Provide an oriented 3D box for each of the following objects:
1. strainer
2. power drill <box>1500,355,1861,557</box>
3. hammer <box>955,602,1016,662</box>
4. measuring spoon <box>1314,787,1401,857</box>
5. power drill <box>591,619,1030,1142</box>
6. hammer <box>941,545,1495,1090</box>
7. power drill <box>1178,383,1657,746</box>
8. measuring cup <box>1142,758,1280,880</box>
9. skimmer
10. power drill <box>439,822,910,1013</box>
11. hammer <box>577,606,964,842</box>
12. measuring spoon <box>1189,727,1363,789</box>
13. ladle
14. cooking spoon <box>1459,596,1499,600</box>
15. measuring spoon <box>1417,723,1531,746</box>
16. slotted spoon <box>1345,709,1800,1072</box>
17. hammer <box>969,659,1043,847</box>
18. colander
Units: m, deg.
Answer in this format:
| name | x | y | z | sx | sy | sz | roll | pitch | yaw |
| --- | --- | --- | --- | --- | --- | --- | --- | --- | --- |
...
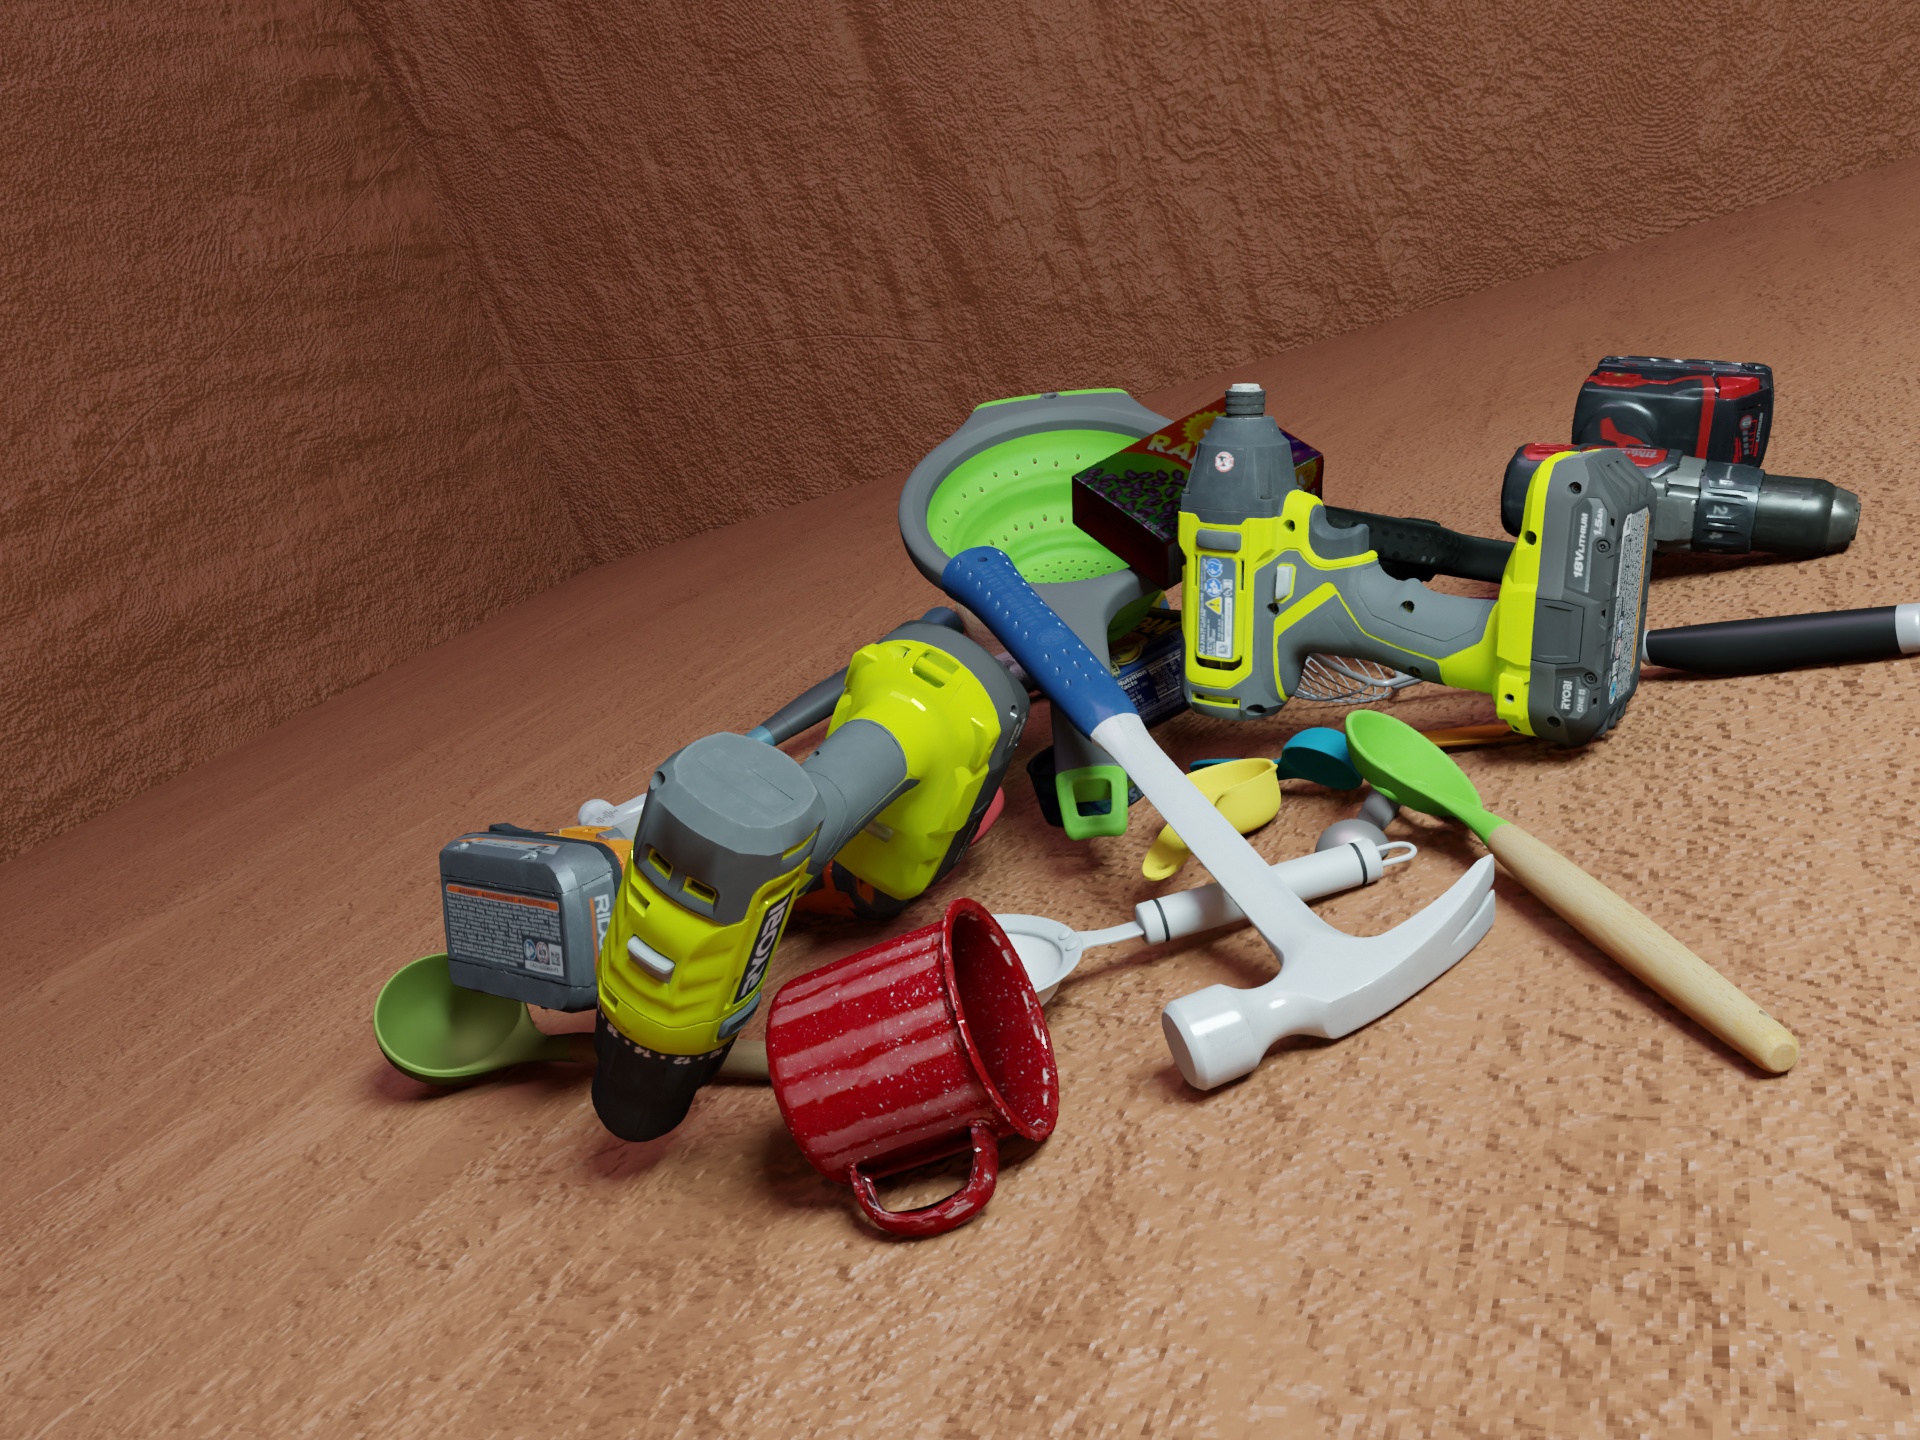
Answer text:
| name | x | y | z | sx | sy | sz | roll | pitch | yaw |
| --- | --- | --- | --- | --- | --- | --- | --- | --- | --- |
| strainer | 0.075 | 0.092 | 0.684 | 0.258 | 0.050 | 0.087 | -16 | 18 | -4 |
| power drill | 0.449 | -0.157 | 0.975 | 0.188 | 0.080 | 0.227 | 11 | 29 | 28 |
| hammer | 0.024 | -0.070 | 1.358 | 0.130 | 0.031 | 0.331 | -20 | 14 | -1 |
| measuring spoon | 0.197 | 0.037 | 0.757 | 0.034 | 0.018 | 0.124 | -11 | 16 | 33 |
| power drill | -0.070 | 0.064 | 0.683 | 0.080 | 0.190 | 0.228 | 32 | 34 | 14 |
| hammer | 0.083 | 0.008 | 0.741 | 0.144 | 0.035 | 0.406 | -20 | 33 | -11 |
| power drill | 0.214 | -0.077 | 0.786 | 0.223 | 0.171 | 0.080 | 10 | 19 | 34 |
| measuring cup | 0.115 | 0.055 | 0.758 | 0.062 | 0.029 | 0.156 | -13 | 12 | 25 |
| skimmer | 0.297 | -0.061 | 0.836 | 0.363 | 0.090 | 0.127 | -4 | -6 | 42 |
| power drill | -0.153 | 0.084 | 0.837 | 0.164 | 0.084 | 0.226 | 2 | 8 | 42 |
| hammer | -0.139 | 0.004 | 1.233 | 0.331 | 0.033 | 0.128 | -33 | 19 | -18 |
| measuring spoon | 0.164 | 0.018 | 0.834 | 0.129 | 0.042 | 0.021 | -6 | 52 | 62 |
| ladle | -0.174 | 0.151 | 0.775 | 0.320 | 0.062 | 0.078 | -5 | 29 | 38 |
| cooking spoon | 0.287 | -0.080 | 1.063 | 0.069 | 0.017 | 0.319 | -22 | 15 | -13 |
| measuring spoon | 0.238 | 0.014 | 0.812 | 0.117 | 0.011 | 0.021 | -7 | 17 | 31 |
| slotted spoon | 0.222 | 0.056 | 0.621 | 0.070 | 0.031 | 0.314 | 22 | 12 | -14 |
| hammer | -0.008 | 0.018 | 1.011 | 0.143 | 0.038 | 0.386 | -19 | 10 | 8 |
| colander | 0.068 | -0.055 | 0.959 | 0.204 | 0.094 | 0.398 | -6 | 43 | 4 |
